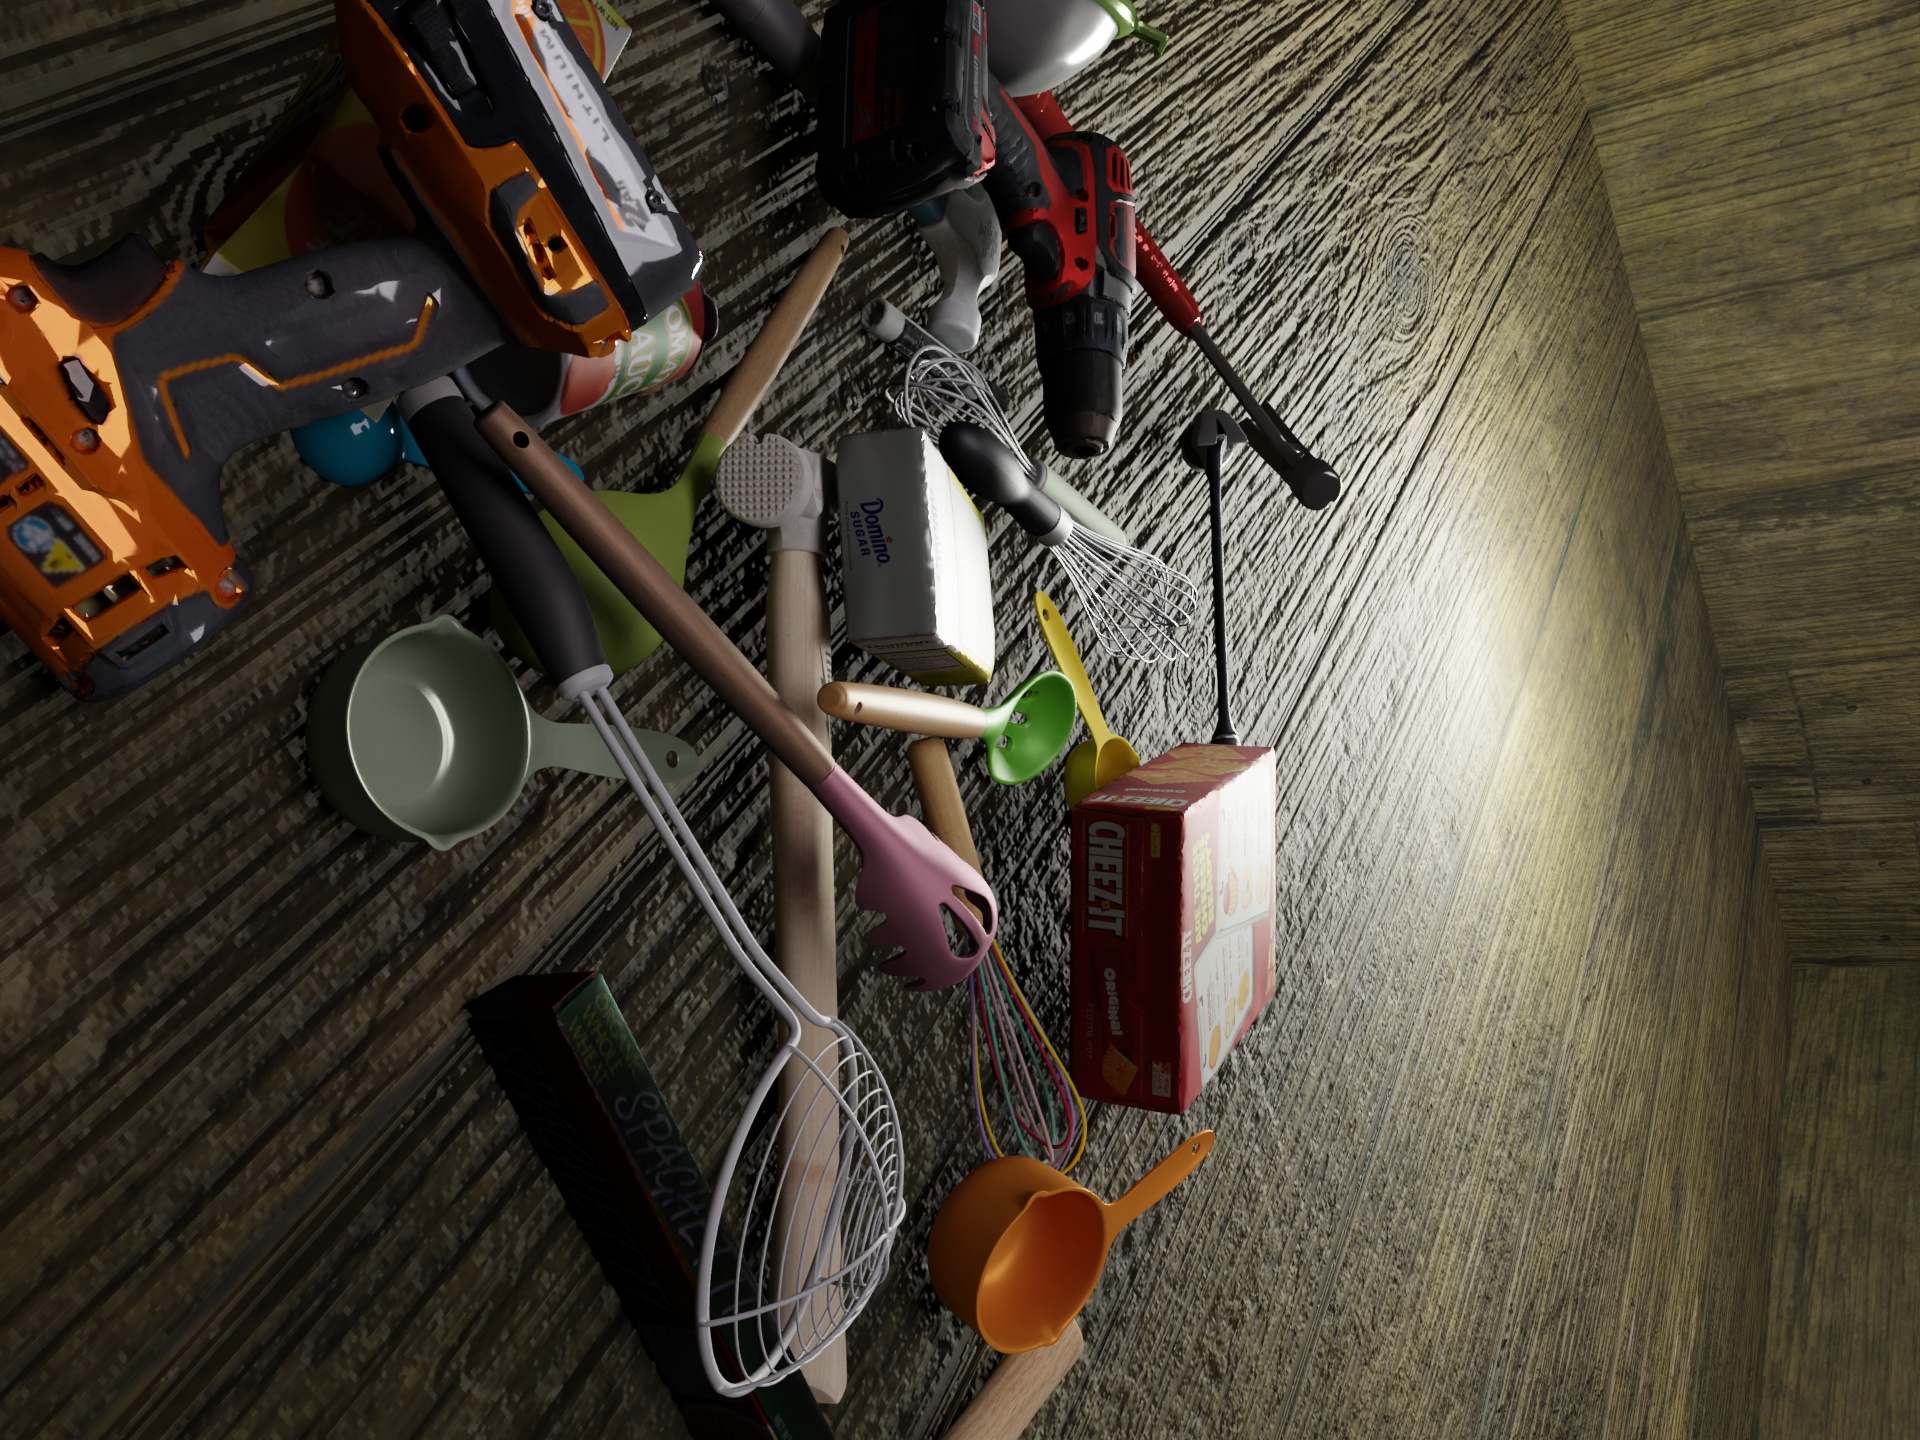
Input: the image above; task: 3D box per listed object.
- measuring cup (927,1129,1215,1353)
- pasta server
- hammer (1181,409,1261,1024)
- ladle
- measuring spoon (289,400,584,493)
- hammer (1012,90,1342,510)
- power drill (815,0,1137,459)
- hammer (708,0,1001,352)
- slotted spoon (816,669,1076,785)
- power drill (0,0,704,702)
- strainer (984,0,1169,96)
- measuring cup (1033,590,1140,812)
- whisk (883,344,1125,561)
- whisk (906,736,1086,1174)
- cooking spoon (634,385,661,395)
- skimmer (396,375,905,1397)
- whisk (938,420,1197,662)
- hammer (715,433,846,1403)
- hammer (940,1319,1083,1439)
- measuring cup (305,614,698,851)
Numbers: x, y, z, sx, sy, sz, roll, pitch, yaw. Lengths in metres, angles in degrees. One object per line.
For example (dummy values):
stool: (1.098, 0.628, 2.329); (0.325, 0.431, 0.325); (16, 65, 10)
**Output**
measuring cup: (0.057, 0.247, 0.817); (0.173, 0.052, 0.095); (-25, 119, -35)
pasta server: (-0.075, 0.002, 0.614); (0.316, 0.040, 0.060); (50, 60, -30)
hammer: (0.176, -0.003, 1.053); (0.149, 0.036, 0.409); (-18, 105, -84)
ladle: (-0.113, -0.137, 0.705); (0.078, 0.062, 0.320); (80, 21, -43)
measuring spoon: (-0.188, -0.104, 0.599); (0.128, 0.021, 0.042); (5, 80, -53)
hammer: (0.131, -0.288, 1.045); (0.358, 0.036, 0.149); (44, 14, -32)
power drill: (0.024, -0.254, 0.820); (0.226, 0.080, 0.188); (24, 62, -54)
hammer: (-0.079, -0.328, 0.786); (0.330, 0.033, 0.128); (36, 56, -46)
slotted spoon: (-0.001, -0.002, 0.769); (0.070, 0.031, 0.313); (-64, 162, 6)
power drill: (-0.208, -0.131, 0.455); (0.226, 0.084, 0.164); (-37, 121, -11)
strainer: (-0.017, -0.382, 0.821); (0.256, 0.152, 0.069); (4, 112, -52)
measuring cup: (0.065, -0.004, 0.938); (0.062, 0.029, 0.156); (-46, 118, -48)
whisk: (0.034, -0.140, 0.902); (0.246, 0.058, 0.059); (28, 67, -55)
whisk: (0.017, 0.126, 0.833); (0.051, 0.047, 0.245); (-24, 100, -53)
cooking spoon: (-0.172, -0.293, 0.660); (0.069, 0.017, 0.319); (-29, 108, -57)
skimmer: (-0.124, 0.054, 0.560); (0.363, 0.090, 0.127); (60, 18, 4)
whisk: (0.065, -0.098, 0.901); (0.284, 0.070, 0.070); (32, 59, -54)
hammer: (-0.066, 0.089, 0.707); (0.146, 0.038, 0.410); (1, 88, -80)
hammer: (-0.029, 0.385, 0.729); (0.331, 0.031, 0.130); (-32, 110, -53)
measuring cup: (-0.168, 0.010, 0.597); (0.167, 0.038, 0.083); (10, 75, -56)
